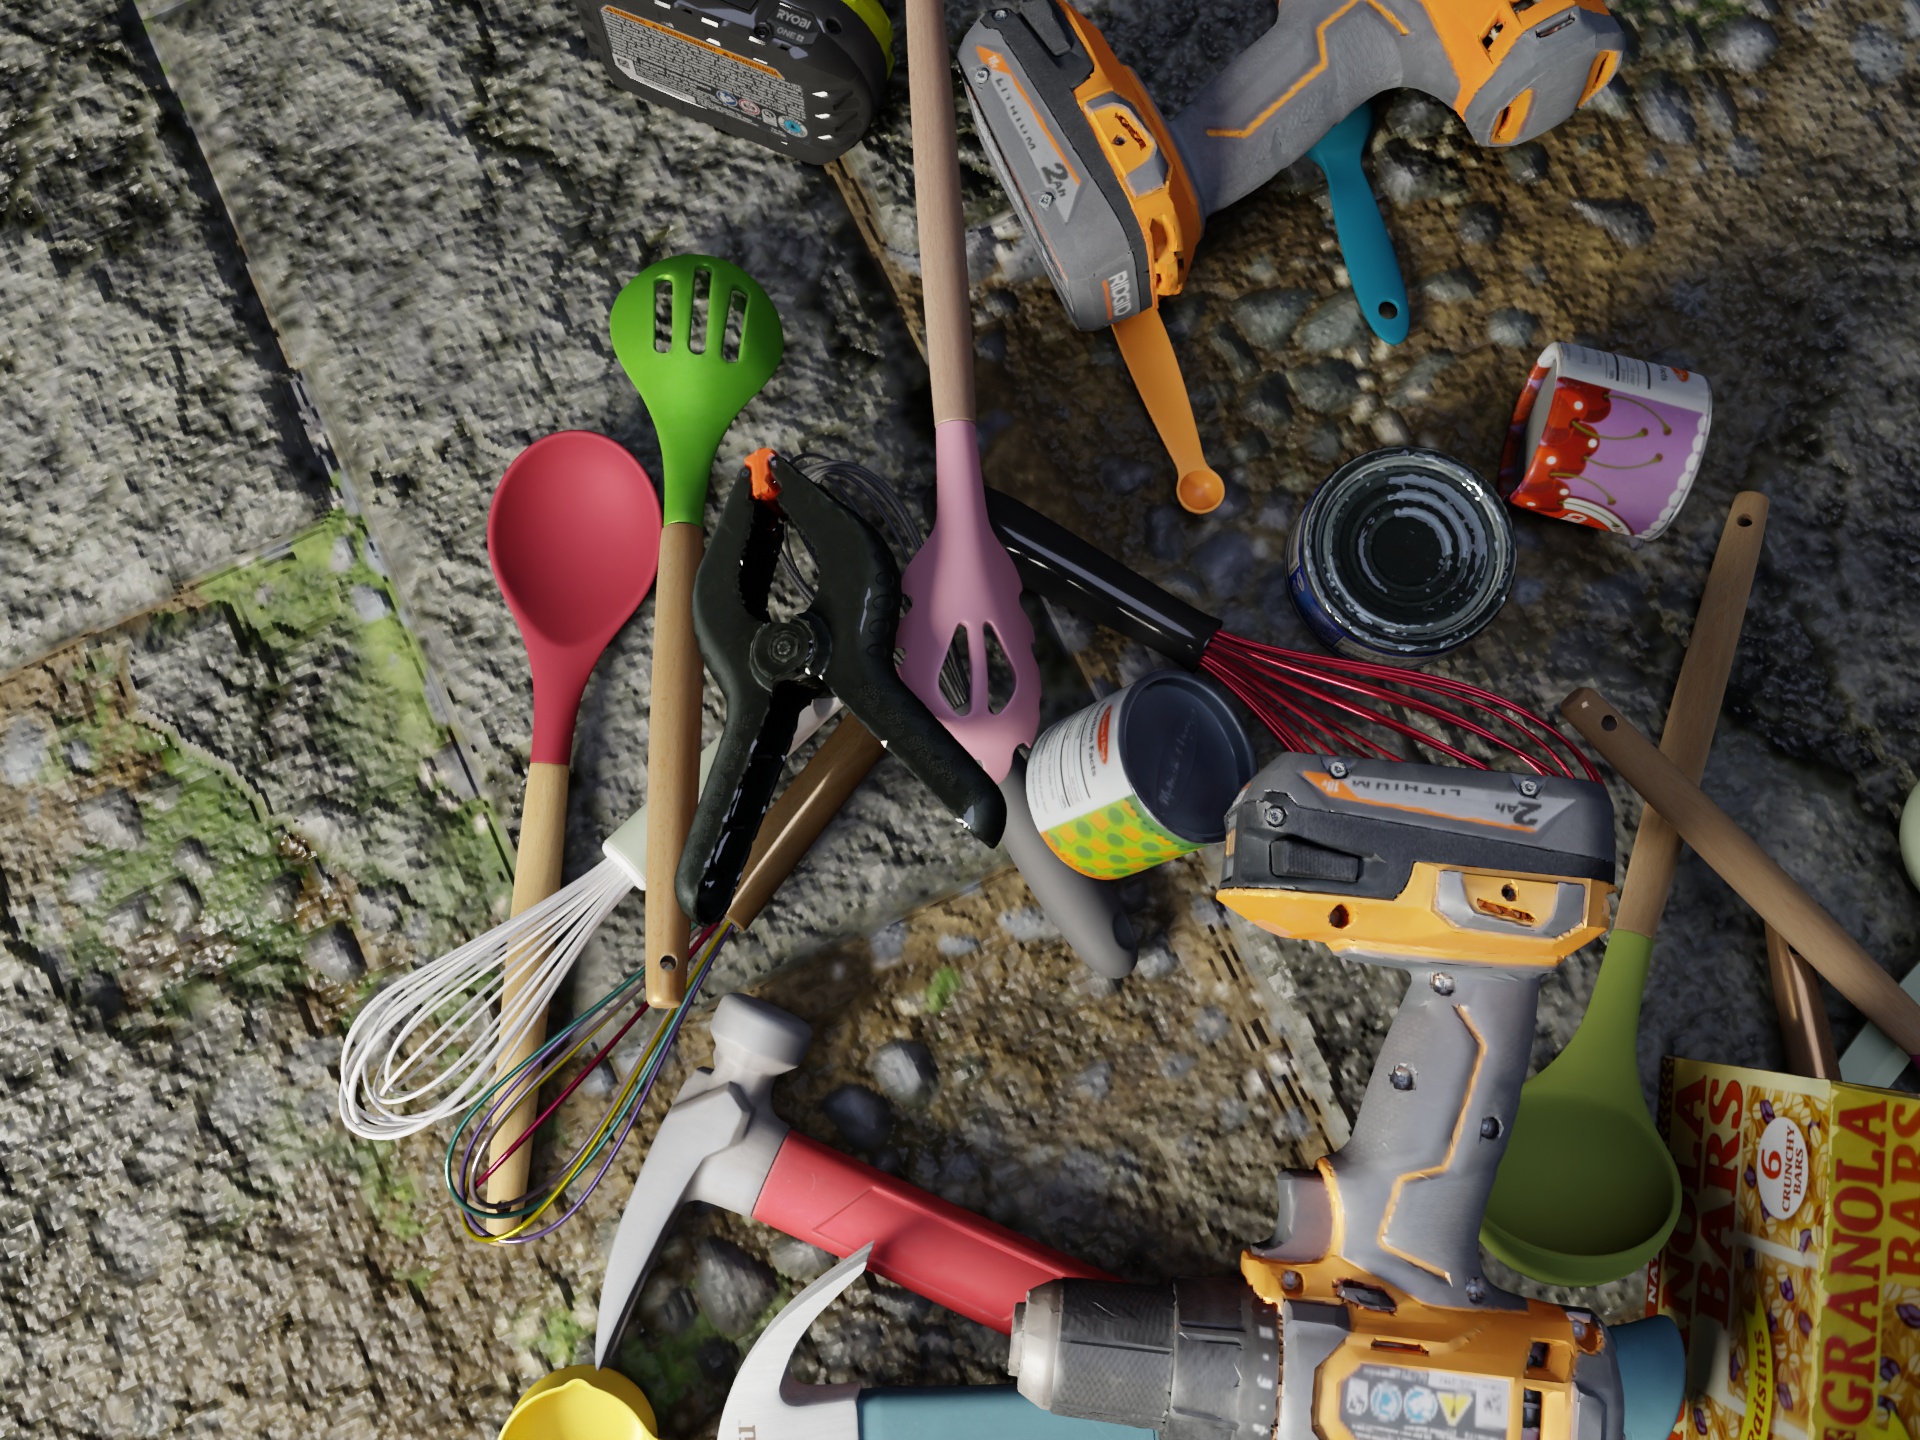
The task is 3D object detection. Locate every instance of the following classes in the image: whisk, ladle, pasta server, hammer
[{"bbox_3d":[-0.001,-0.002,0.618,0.055,0.055,0.239,-33,86,-4],"label":"whisk"},{"bbox_3d":[-0.162,0.043,0.623,0.069,0.031,0.315,5,83,-5],"label":"ladle"},{"bbox_3d":[0.112,-0.018,0.612,0.296,0.073,0.073,30,83,11],"label":"whisk"},{"bbox_3d":[-0.005,-0.134,0.599,0.060,0.040,0.316,-2,81,-11],"label":"pasta server"},{"bbox_3d":[0.060,0.242,0.582,0.386,0.038,0.143,23,84,4],"label":"hammer"},{"bbox_3d":[-0.107,0.089,0.601,0.051,0.047,0.245,41,75,-12],"label":"whisk"},{"bbox_3d":[-0.131,0.060,0.595,0.246,0.057,0.059,-44,47,-18],"label":"whisk"},{"bbox_3d":[0.080,0.239,0.547,0.331,0.033,0.128,-5,85,1],"label":"hammer"},{"bbox_3d":[0.261,0.053,0.600,0.078,0.062,0.320,14,78,28],"label":"ladle"}]

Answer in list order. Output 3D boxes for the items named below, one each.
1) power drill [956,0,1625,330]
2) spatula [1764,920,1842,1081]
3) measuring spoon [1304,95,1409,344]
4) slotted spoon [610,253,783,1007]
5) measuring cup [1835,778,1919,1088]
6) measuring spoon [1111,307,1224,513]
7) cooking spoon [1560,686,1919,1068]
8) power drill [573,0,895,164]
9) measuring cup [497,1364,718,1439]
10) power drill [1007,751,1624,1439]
[{"bbox_3d":[0.118,-0.270,0.626,0.226,0.084,0.164,-25,77,4],"label":"power drill"},{"bbox_3d":[0.335,0.226,0.574,0.082,0.044,0.317,-8,82,0],"label":"spatula"},{"bbox_3d":[0.165,-0.218,0.659,0.042,0.021,0.129,-13,79,-1],"label":"measuring spoon"},{"bbox_3d":[-0.104,-0.049,0.605,0.070,0.031,0.314,3,71,-12],"label":"slotted spoon"},{"bbox_3d":[0.374,0.082,0.608,0.083,0.038,0.167,32,100,3],"label":"measuring cup"},{"bbox_3d":[0.082,-0.137,0.657,0.021,0.011,0.117,-18,78,-6],"label":"measuring spoon"},{"bbox_3d":[0.335,0.100,0.583,0.319,0.017,0.069,43,90,-5],"label":"cooking spoon"},{"bbox_3d":[-0.067,-0.362,0.662,0.171,0.080,0.223,22,78,4],"label":"power drill"},{"bbox_3d":[-0.090,0.268,0.587,0.156,0.029,0.062,3,93,-6],"label":"measuring cup"},{"bbox_3d":[0.116,0.127,0.512,0.185,0.084,0.226,5,81,4],"label":"power drill"}]
